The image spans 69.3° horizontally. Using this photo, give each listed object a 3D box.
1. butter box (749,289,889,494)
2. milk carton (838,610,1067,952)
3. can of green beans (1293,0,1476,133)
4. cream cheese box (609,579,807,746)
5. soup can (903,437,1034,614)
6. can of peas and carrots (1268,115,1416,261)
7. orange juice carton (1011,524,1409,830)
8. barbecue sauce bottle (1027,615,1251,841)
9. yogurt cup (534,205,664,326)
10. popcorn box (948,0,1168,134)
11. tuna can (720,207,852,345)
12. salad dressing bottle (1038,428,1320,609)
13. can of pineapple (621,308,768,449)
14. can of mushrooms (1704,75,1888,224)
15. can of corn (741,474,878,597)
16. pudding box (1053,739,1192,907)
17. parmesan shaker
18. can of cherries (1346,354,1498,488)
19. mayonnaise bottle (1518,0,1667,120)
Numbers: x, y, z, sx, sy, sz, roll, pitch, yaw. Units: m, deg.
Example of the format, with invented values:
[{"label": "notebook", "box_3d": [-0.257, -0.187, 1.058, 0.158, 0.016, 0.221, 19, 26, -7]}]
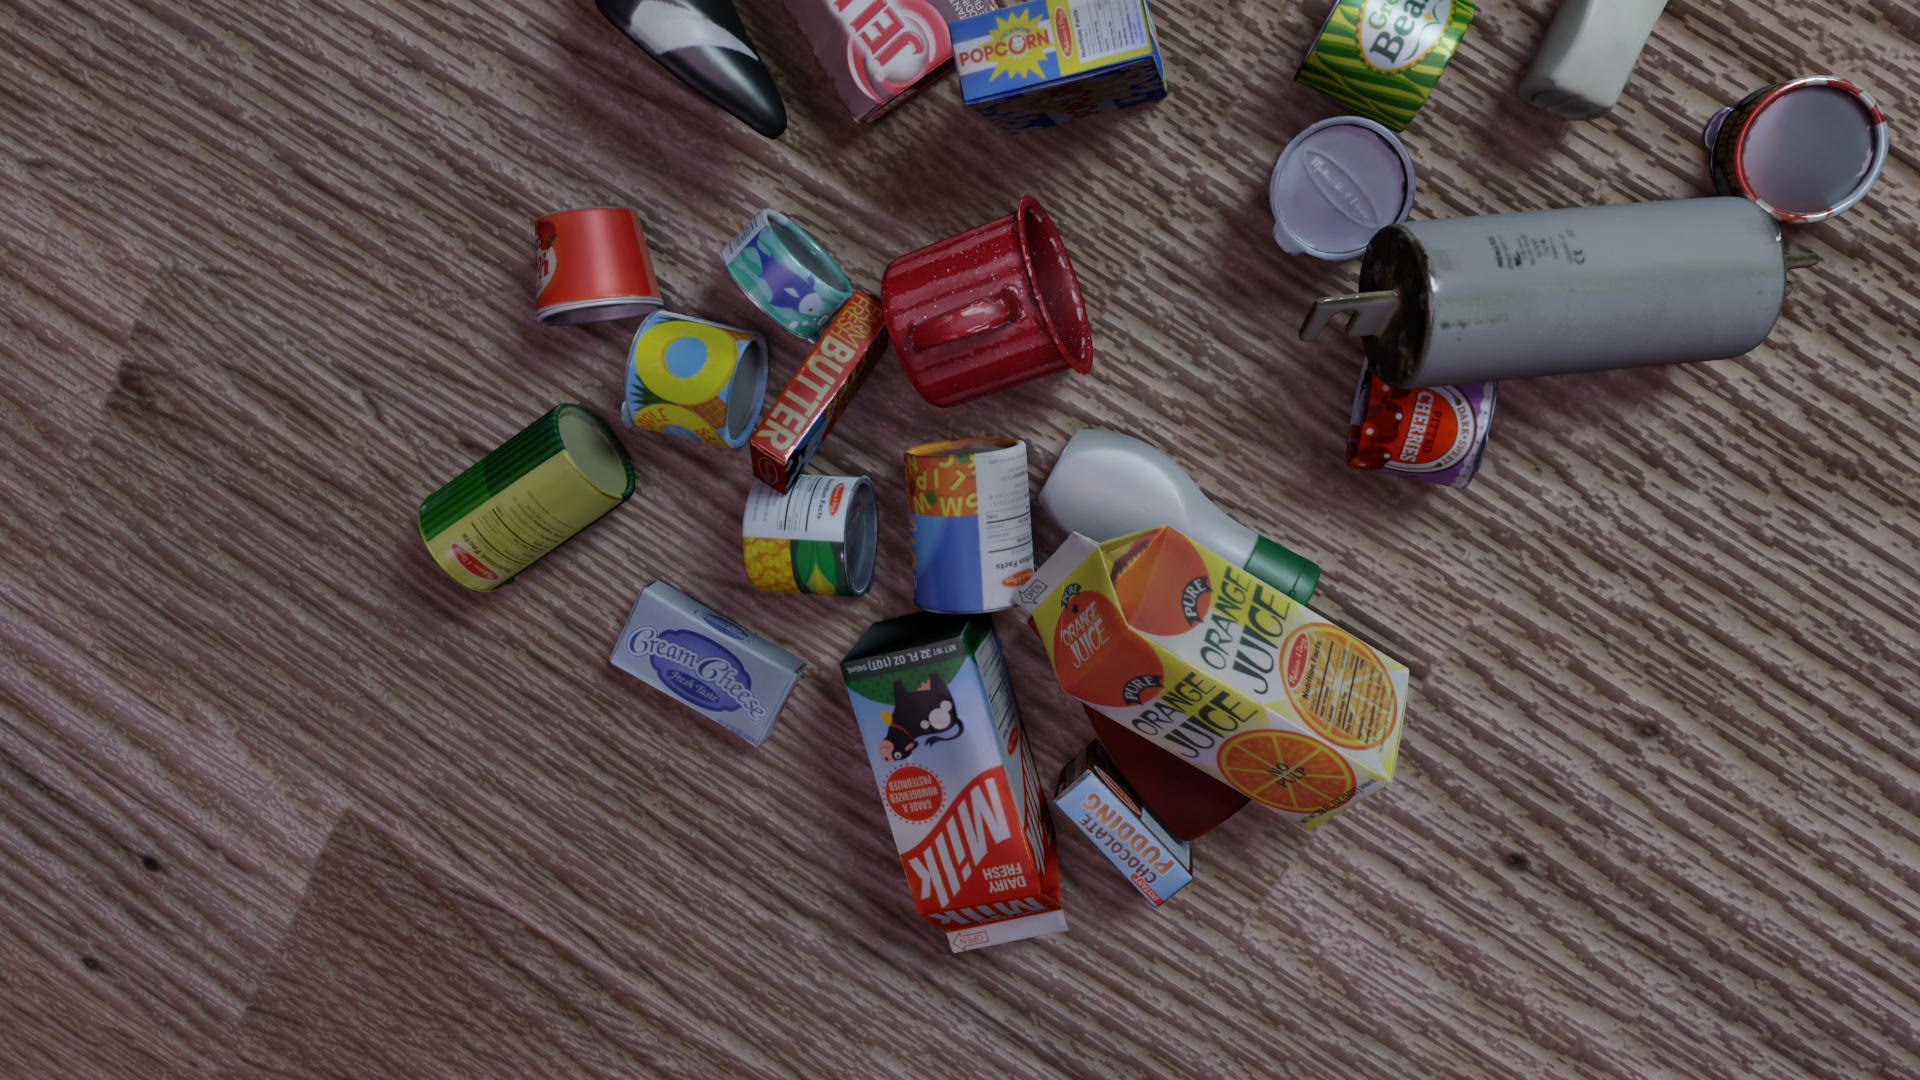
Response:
[{"label": "butter box", "box_3d": [-0.072, -0.077, 0.722, 0.024, 0.053, 0.104, 32, 74, 2]}, {"label": "milk carton", "box_3d": [0.001, 0.137, 0.768, 0.072, 0.074, 0.190, -15, 100, 14]}, {"label": "can of green beans", "box_3d": [0.198, -0.233, 0.650, 0.058, 0.071, 0.071, 29, 107, 3]}, {"label": "cream cheese box", "box_3d": [-0.147, 0.071, 0.808, 0.104, 0.024, 0.053, 29, 106, 4]}, {"label": "soup can", "box_3d": [0.003, -0.009, 0.740, 0.071, 0.071, 0.083, -2, 102, 12]}, {"label": "can of peas and carrots", "box_3d": [0.181, -0.168, 0.672, 0.071, 0.059, 0.070, 3, 104, 11]}, {"label": "orange juice carton", "box_3d": [0.123, 0.060, 0.701, 0.193, 0.073, 0.071, 30, 141, -6]}, {"label": "barbecue sauce bottle", "box_3d": [0.097, 0.089, 0.755, 0.064, 0.044, 0.148, -40, 92, 15]}, {"label": "yogurt cup", "box_3d": [-0.198, -0.148, 0.749, 0.072, 0.072, 0.054, -7, 93, 13]}, {"label": "popcorn box", "box_3d": [0.050, -0.224, 0.650, 0.085, 0.127, 0.038, -11, 98, 13]}, {"label": "tuna can", "box_3d": [-0.089, -0.138, 0.728, 0.032, 0.071, 0.071, -43, 92, 16]}, {"label": "salad dressing bottle", "box_3d": [0.115, -0.005, 0.730, 0.148, 0.044, 0.064, 29, 110, 2]}, {"label": "can of pineapple", "box_3d": [-0.142, -0.085, 0.749, 0.058, 0.071, 0.070, 13, 105, 8]}, {"label": "can of mushrooms", "box_3d": [0.385, -0.181, 0.643, 0.071, 0.033, 0.071, 3, 104, 10]}, {"label": "can of corn", "box_3d": [-0.081, -0.002, 0.759, 0.058, 0.071, 0.071, 3, 103, 11]}, {"label": "pudding box", "box_3d": [0.091, 0.155, 0.767, 0.030, 0.050, 0.083, -42, 93, 15]}, {"label": "parmesan shaker", "box_3d": [-0.242, -0.023, 0.786, 0.103, 0.071, 0.071, -32, 95, 15]}, {"label": "can of cherries", "box_3d": [0.225, -0.062, 0.681, 0.058, 0.072, 0.071, 11, 105, 9]}, {"label": "mayonnaise bottle", "box_3d": [0.307, -0.266, 0.625, 0.041, 0.065, 0.147, 25, 102, 1]}]
